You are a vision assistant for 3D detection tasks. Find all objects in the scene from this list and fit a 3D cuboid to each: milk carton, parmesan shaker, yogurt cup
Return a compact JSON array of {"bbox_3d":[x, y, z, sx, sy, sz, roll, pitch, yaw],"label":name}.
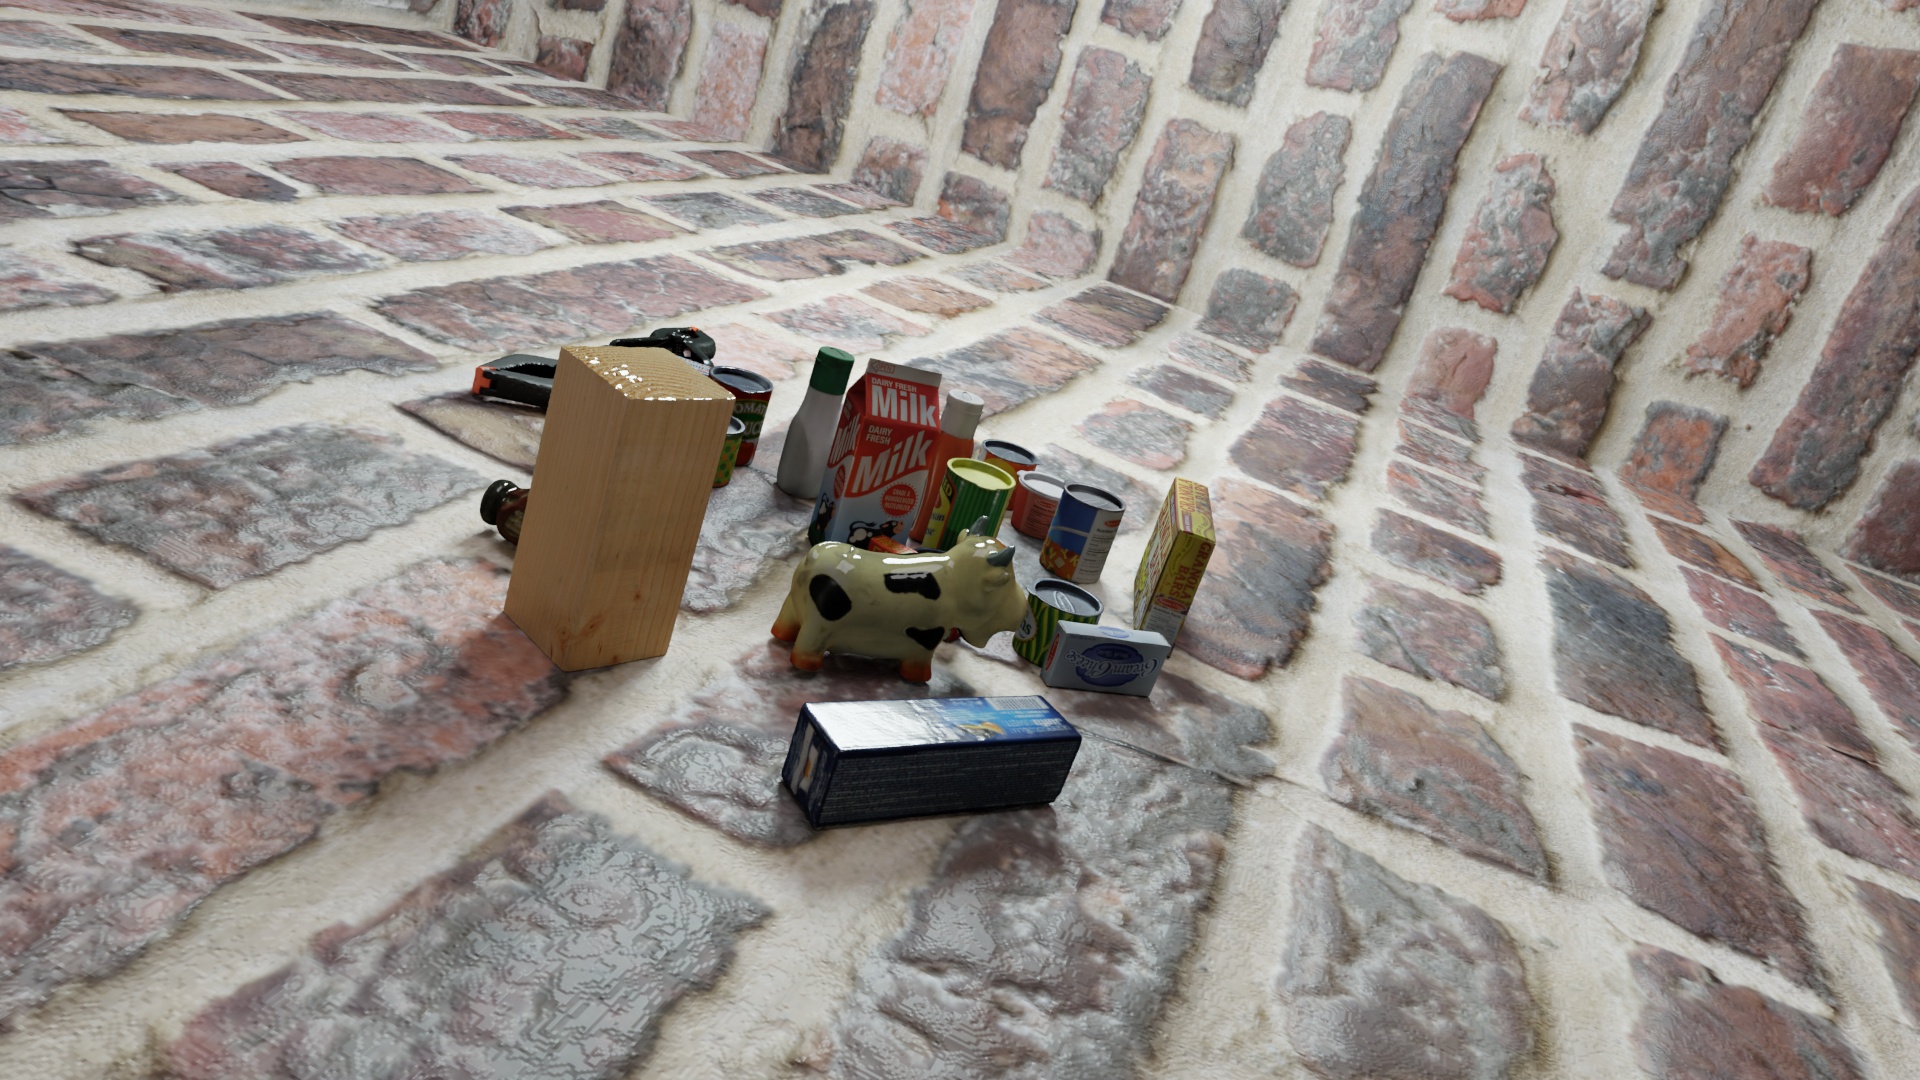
[{"bbox_3d":[-0.074,-0.067,1.237,0.072,0.189,0.074,10,22,-23],"label":"milk carton"},{"bbox_3d":[0.005,-0.016,1.298,0.071,0.102,0.071,16,21,-6],"label":"parmesan shaker"},{"bbox_3d":[0.087,-0.035,1.482,0.072,0.053,0.073,16,21,-6],"label":"yogurt cup"}]

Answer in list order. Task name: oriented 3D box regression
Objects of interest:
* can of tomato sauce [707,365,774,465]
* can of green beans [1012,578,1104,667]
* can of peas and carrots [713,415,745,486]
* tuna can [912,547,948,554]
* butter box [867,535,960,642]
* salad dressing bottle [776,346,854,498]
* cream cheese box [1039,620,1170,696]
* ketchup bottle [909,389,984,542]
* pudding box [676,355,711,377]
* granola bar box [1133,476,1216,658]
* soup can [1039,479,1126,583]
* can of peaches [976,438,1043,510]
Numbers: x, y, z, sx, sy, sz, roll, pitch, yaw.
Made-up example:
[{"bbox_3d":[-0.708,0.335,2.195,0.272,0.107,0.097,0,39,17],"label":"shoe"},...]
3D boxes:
[{"bbox_3d":[-0.230,-0.125,1.399,0.071,0.082,0.071,16,21,-6],"label":"can of tomato sauce"},{"bbox_3d":[0.084,0.073,1.206,0.071,0.057,0.071,16,21,-6],"label":"can of green beans"},{"bbox_3d":[-0.247,-0.090,1.333,0.071,0.058,0.071,16,21,-6],"label":"can of peas and carrots"},{"bbox_3d":[-0.017,0.036,1.248,0.071,0.032,0.071,16,21,-6],"label":"tuna can"},{"bbox_3d":[-0.039,0.040,1.192,0.103,0.053,0.024,28,23,23],"label":"butter box"},{"bbox_3d":[-0.140,-0.116,1.361,0.044,0.147,0.064,3,26,-36],"label":"salad dressing bottle"},{"bbox_3d":[0.122,0.101,1.176,0.104,0.053,0.024,8,23,-25],"label":"cream cheese box"},{"bbox_3d":[-0.015,-0.073,1.358,0.043,0.148,0.065,14,21,-12],"label":"ketchup bottle"},{"bbox_3d":[-0.303,-0.171,1.498,0.084,0.049,0.030,18,21,-2],"label":"pudding box"},{"bbox_3d":[0.204,0.022,1.340,0.039,0.123,0.166,19,21,0],"label":"granola bar box"},{"bbox_3d":[0.121,-0.009,1.403,0.071,0.083,0.071,16,21,-6],"label":"soup can"},{"bbox_3d":[0.049,-0.072,1.534,0.071,0.057,0.071,16,21,-6],"label":"can of peaches"}]
